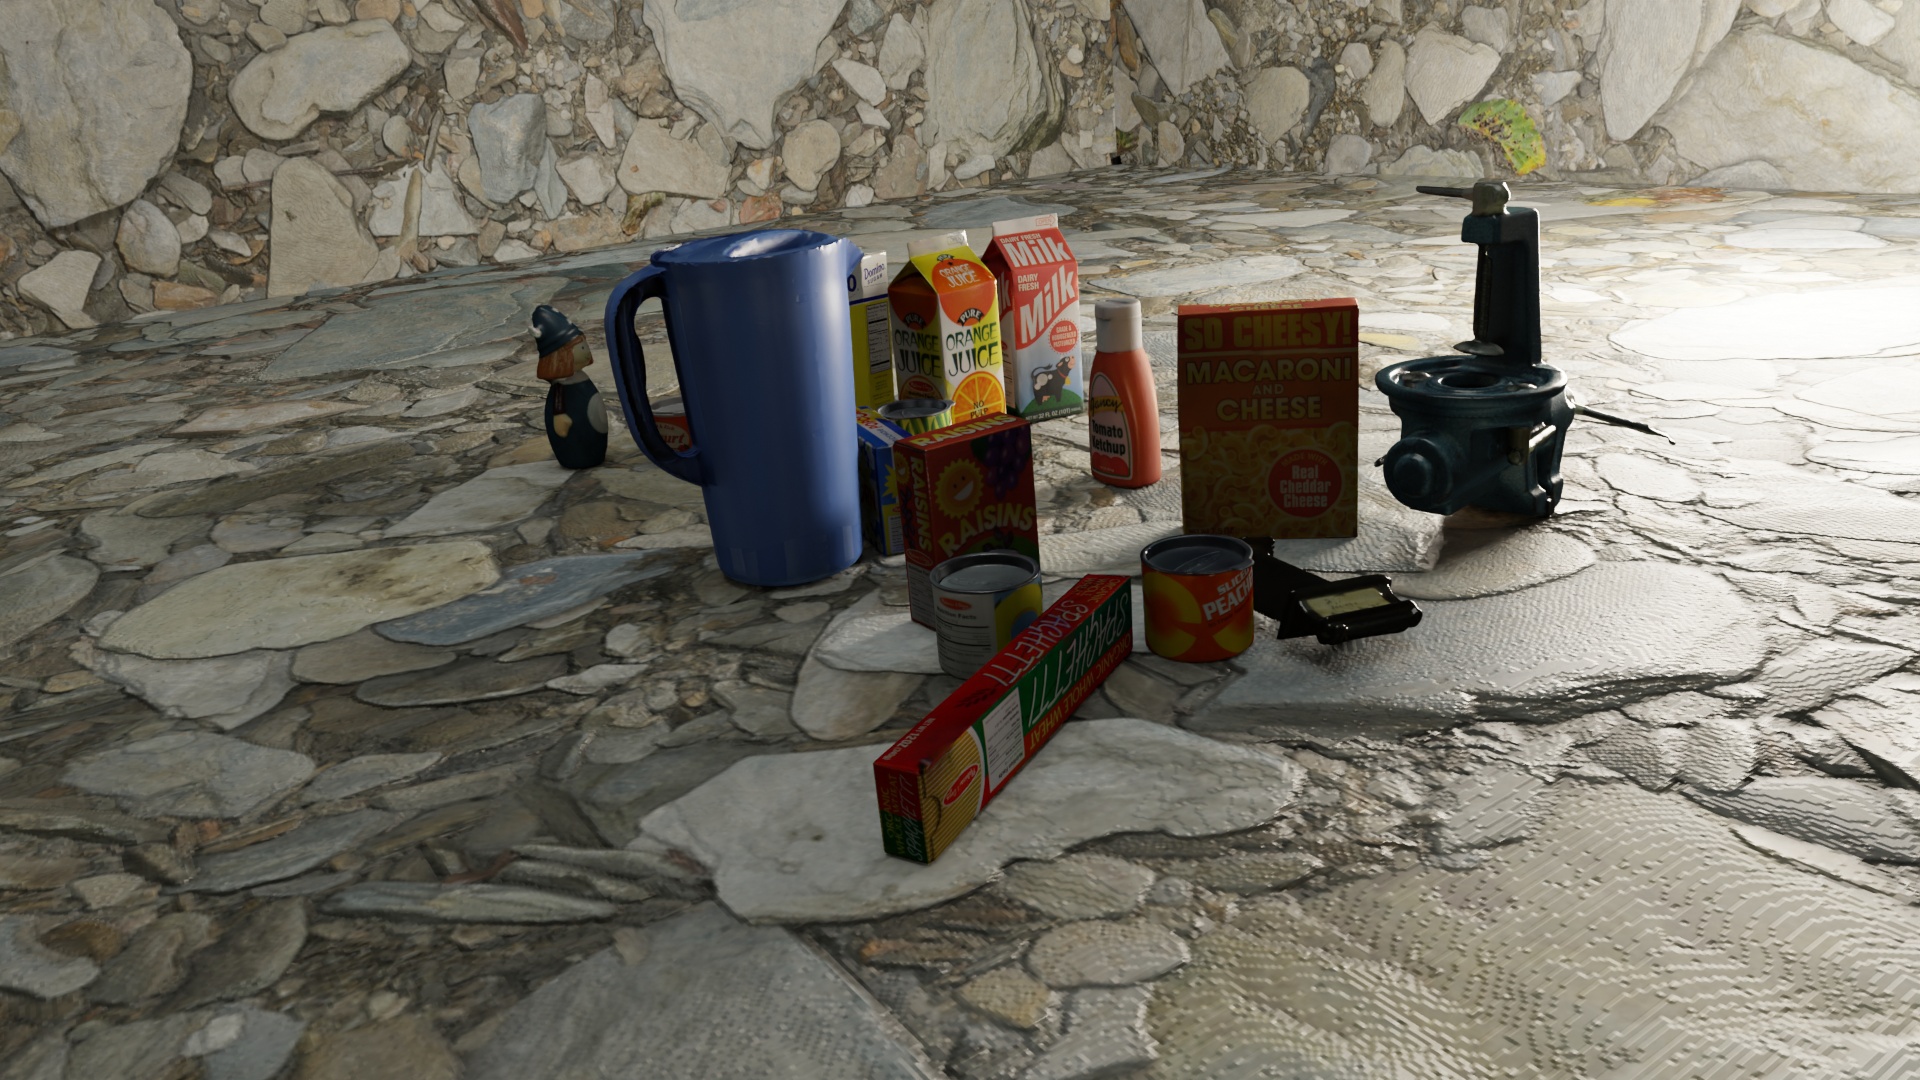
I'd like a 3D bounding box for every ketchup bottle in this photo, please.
[{"bbox_3d":[0.131,-0.120,1.123,0.044,0.148,0.065,-18,23,-33],"label":"ketchup bottle"}]

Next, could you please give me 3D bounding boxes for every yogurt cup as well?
[{"bbox_3d":[-0.261,-0.105,1.317,0.072,0.053,0.072,-4,20,2],"label":"yogurt cup"}]

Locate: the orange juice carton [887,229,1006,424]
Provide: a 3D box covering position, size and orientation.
[{"bbox_3d":[-0.013,-0.179,1.256,0.072,0.192,0.073,-21,25,-38],"label":"orange juice carton"}]

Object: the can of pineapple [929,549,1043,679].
[{"bbox_3d":[0.018,0.044,0.834,0.071,0.057,0.071,-4,20,2],"label":"can of pineapple"}]

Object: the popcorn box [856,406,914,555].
[{"bbox_3d":[-0.065,-0.048,1.067,0.038,0.085,0.127,-12,21,-19],"label":"popcorn box"}]

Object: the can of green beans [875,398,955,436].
[{"bbox_3d":[-0.039,-0.088,1.209,0.071,0.057,0.071,-4,20,2],"label":"can of green beans"}]

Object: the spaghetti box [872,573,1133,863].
[{"bbox_3d":[0.033,0.083,0.734,0.028,0.050,0.251,6,23,28],"label":"spaghetti box"}]

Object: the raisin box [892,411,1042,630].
[{"bbox_3d":[0.006,-0.013,0.896,0.086,0.123,0.040,-18,23,-32],"label":"raisin box"}]

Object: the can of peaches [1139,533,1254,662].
[{"bbox_3d":[0.143,0.034,0.830,0.071,0.057,0.071,-4,20,2],"label":"can of peaches"}]

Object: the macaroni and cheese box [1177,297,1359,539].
[{"bbox_3d":[0.217,-0.085,0.981,0.124,0.165,0.040,-1,20,11],"label":"macaroni and cheese box"}]

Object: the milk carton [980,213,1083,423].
[{"bbox_3d":[0.067,-0.215,1.338,0.072,0.189,0.073,-14,21,-22],"label":"milk carton"}]
